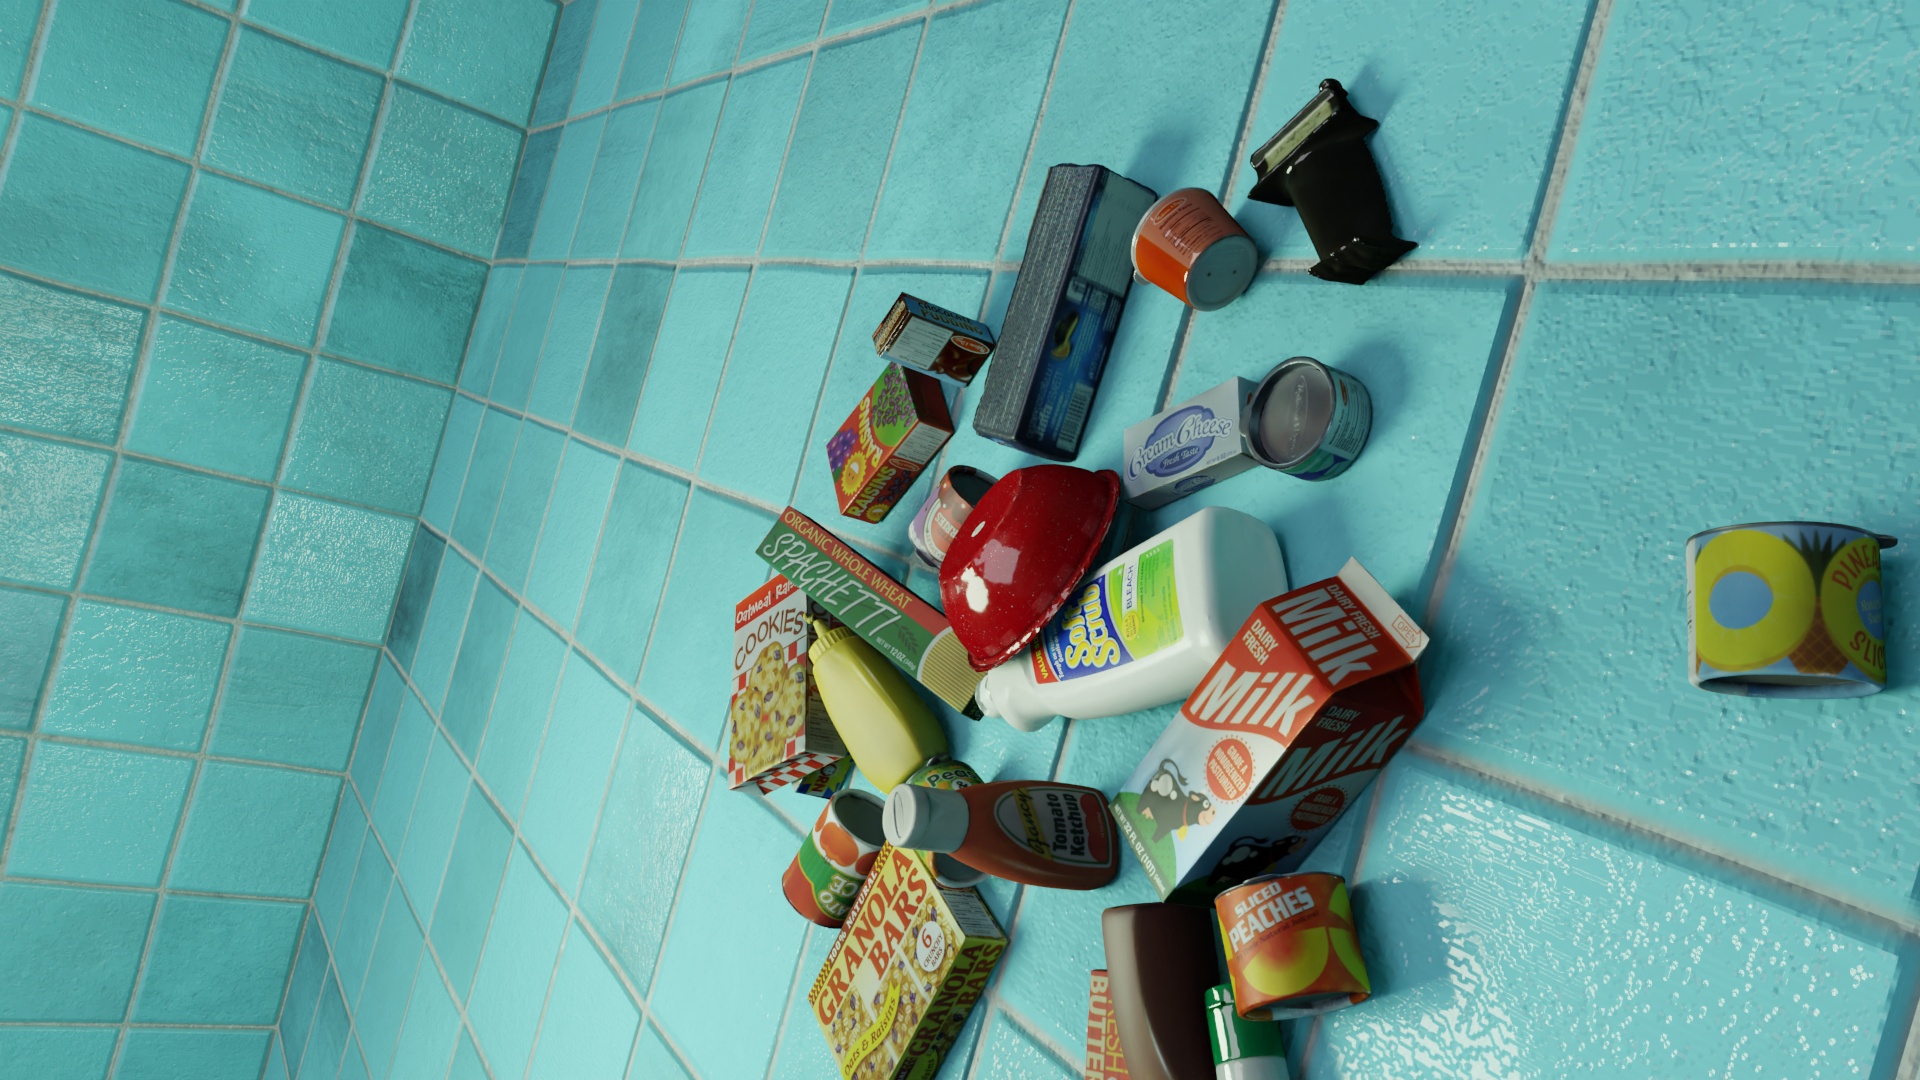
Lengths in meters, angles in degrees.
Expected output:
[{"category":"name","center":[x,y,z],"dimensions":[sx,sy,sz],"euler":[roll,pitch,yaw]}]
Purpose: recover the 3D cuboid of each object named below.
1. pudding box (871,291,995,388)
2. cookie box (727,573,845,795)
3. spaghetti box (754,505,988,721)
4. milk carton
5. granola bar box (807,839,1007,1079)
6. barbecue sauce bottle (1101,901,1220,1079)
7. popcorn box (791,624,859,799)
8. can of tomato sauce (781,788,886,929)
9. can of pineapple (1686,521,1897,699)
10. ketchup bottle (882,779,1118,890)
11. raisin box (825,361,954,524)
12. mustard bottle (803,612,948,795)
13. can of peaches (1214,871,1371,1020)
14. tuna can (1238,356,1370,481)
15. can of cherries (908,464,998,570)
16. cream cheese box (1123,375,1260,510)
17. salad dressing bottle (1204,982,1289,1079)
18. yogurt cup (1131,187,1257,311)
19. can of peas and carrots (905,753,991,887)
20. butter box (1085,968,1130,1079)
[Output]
[{"category":"pudding box","center":[-0.021,-0.157,1.097],"dimensions":[0.049,0.084,0.030],"euler":[-53,36,31]},{"category":"cookie box","center":[-0.141,0.110,1.133],"dimensions":[0.122,0.040,0.168],"euler":[-32,51,45]},{"category":"spaghetti box","center":[-0.063,0.049,1.043],"dimensions":[0.250,0.028,0.050],"euler":[34,88,36]},{"category":"milk carton","center":[0.166,0.101,0.721],"dimensions":[0.189,0.073,0.072],"euler":[-58,36,23]},{"category":"granola bar box","center":[-0.041,0.302,0.977],"dimensions":[0.165,0.039,0.124],"euler":[-64,35,16]},{"category":"barbecue sauce bottle","center":[0.114,0.270,0.743],"dimensions":[0.043,0.065,0.149],"euler":[-25,65,51]},{"category":"popcorn box","center":[-0.106,0.136,1.142],"dimensions":[0.126,0.038,0.085],"euler":[-60,35,21]},{"category":"can of tomato sauce","center":[-0.086,0.241,1.046],"dimensions":[0.082,0.071,0.071],"euler":[-59,36,21]},{"category":"can of pineapple","center":[0.317,0.028,0.533],"dimensions":[0.071,0.071,0.058],"euler":[-12,68,54]},{"category":"ketchup bottle","center":[0.025,0.173,0.832],"dimensions":[0.043,0.149,0.065],"euler":[-42,45,42]},{"category":"raisin box","center":[-0.061,-0.085,1.168],"dimensions":[0.123,0.040,0.086],"euler":[-48,42,33]},{"category":"mustard bottle","center":[-0.072,0.114,1.046],"dimensions":[0.065,0.049,0.160],"euler":[-47,64,26]},{"category":"can of peaches","center":[0.163,0.201,0.687],"dimensions":[0.071,0.071,0.058],"euler":[-38,49,43]},{"category":"tuna can","center":[0.194,-0.068,0.785],"dimensions":[0.071,0.033,0.071],"euler":[-27,55,48]},{"category":"can of cherries","center":[0.004,-0.013,1.013],"dimensions":[0.058,0.071,0.072],"euler":[-55,38,27]},{"category":"cream cheese box","center":[0.144,-0.059,0.865],"dimensions":[0.103,0.024,0.053],"euler":[-25,56,50]},{"category":"salad dressing bottle","center":[0.151,0.298,0.690],"dimensions":[0.064,0.044,0.148],"euler":[-40,45,44]},{"category":"yogurt cup","center":[0.149,-0.180,0.872],"dimensions":[0.072,0.072,0.054],"euler":[-59,44,23]},{"category":"can of peas and carrots","center":[-0.003,0.190,0.941],"dimensions":[0.059,0.071,0.070],"euler":[42,112,53]},{"category":"butter box","center":[0.096,0.299,0.788],"dimensions":[0.053,0.024,0.104],"euler":[-17,64,52]}]
